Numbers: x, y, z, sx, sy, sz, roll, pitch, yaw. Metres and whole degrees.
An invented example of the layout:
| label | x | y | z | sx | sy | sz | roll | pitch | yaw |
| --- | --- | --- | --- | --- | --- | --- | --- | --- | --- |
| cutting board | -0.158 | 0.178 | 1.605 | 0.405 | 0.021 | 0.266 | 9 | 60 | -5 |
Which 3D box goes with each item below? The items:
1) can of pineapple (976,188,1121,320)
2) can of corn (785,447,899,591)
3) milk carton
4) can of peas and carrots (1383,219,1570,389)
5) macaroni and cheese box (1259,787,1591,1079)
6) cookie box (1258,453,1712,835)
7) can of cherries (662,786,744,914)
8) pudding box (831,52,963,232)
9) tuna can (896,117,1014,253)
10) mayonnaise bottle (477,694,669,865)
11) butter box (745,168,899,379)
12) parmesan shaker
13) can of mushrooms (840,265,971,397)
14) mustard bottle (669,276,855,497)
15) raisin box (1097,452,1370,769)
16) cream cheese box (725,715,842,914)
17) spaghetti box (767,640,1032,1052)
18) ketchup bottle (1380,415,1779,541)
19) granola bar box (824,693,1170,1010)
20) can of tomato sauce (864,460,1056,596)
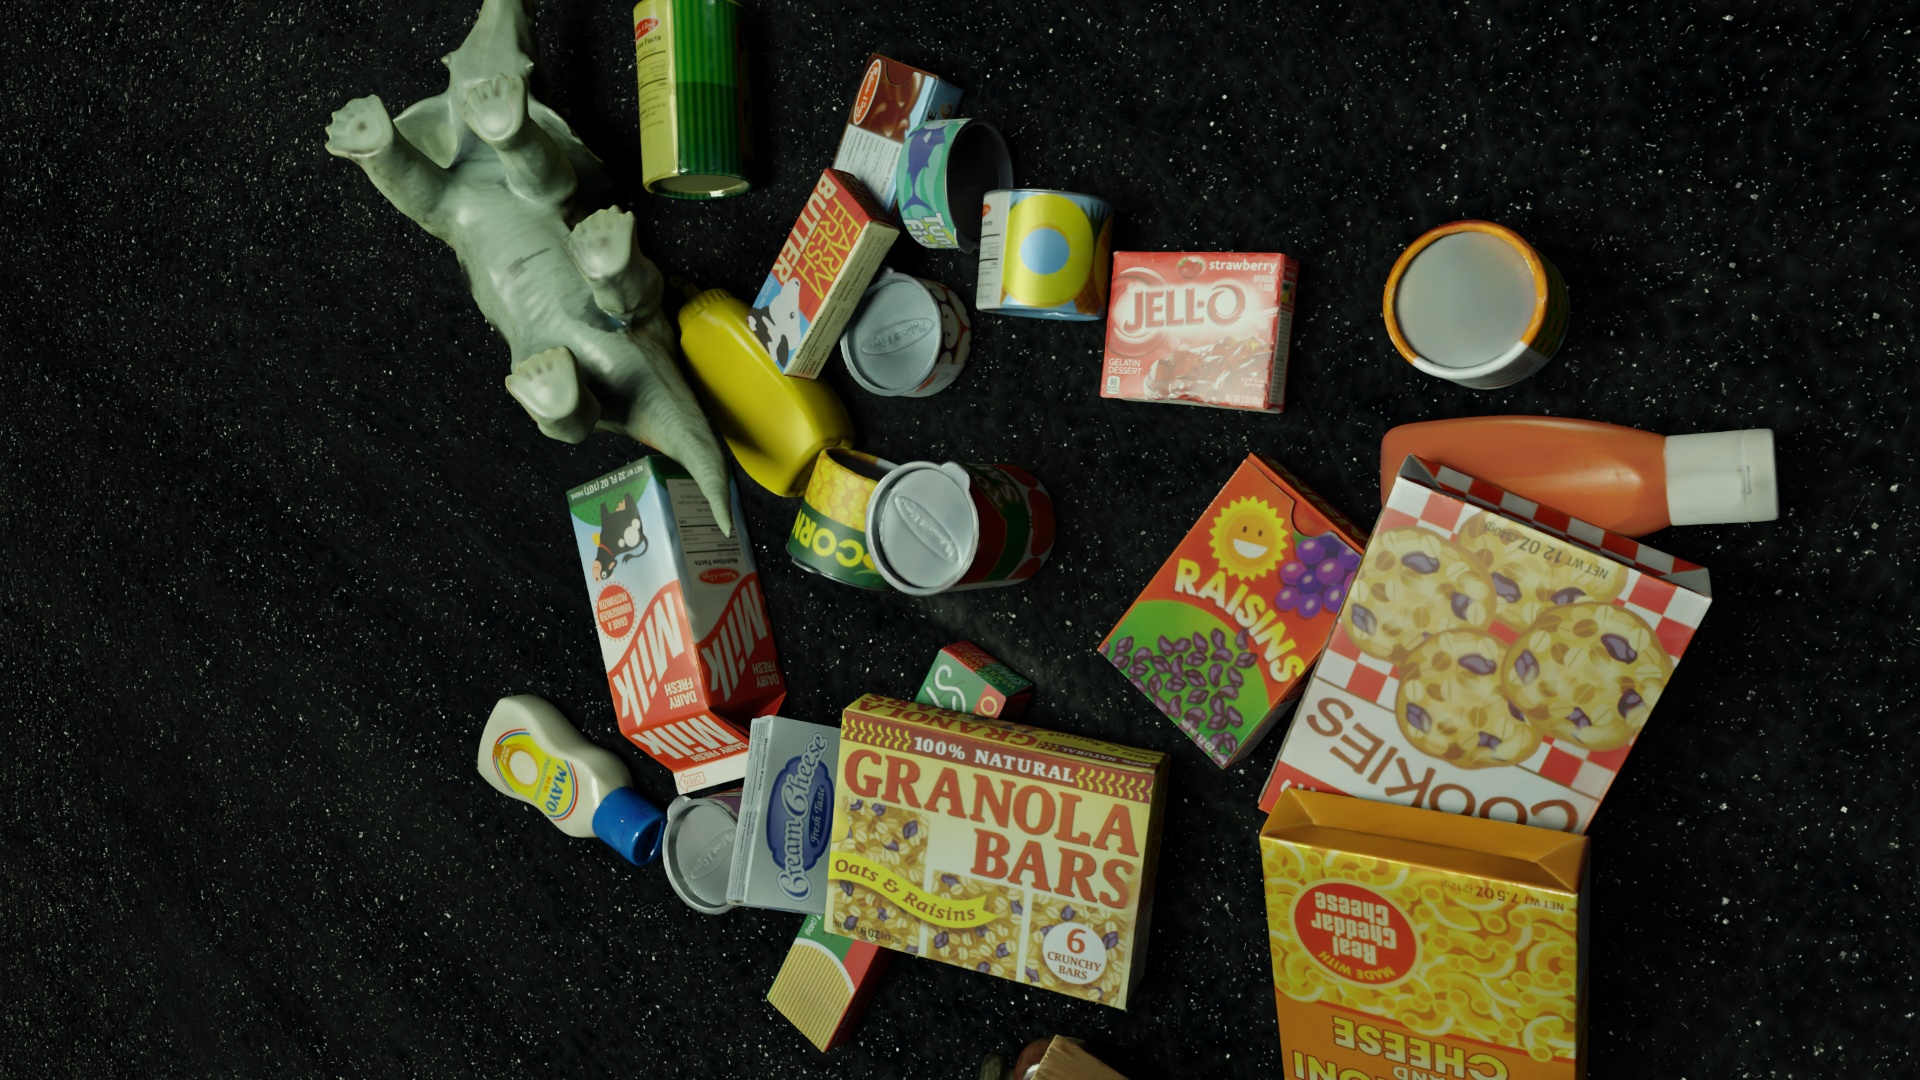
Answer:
| label | x | y | z | sx | sy | sz | roll | pitch | yaw |
| --- | --- | --- | --- | --- | --- | --- | --- | --- | --- |
| can of pineapple | 0.044 | -0.142 | 0.694 | 0.071 | 0.071 | 0.057 | 8 | 96 | 31 |
| can of corn | -0.056 | -0.012 | 0.755 | 0.071 | 0.071 | 0.058 | 28 | 105 | 28 |
| milk carton | -0.163 | 0.050 | 0.821 | 0.072 | 0.073 | 0.190 | -20 | 81 | 31 |
| can of peas and carrots | 0.219 | -0.102 | 0.591 | 0.071 | 0.059 | 0.071 | 1 | 92 | 31 |
| macaroni and cheese box | 0.196 | 0.192 | 0.586 | 0.123 | 0.040 | 0.165 | 4 | 117 | 31 |
| cookie box | 0.211 | 0.065 | 0.579 | 0.123 | 0.040 | 0.166 | 24 | 115 | 17 |
| can of cherries | -0.131 | 0.176 | 0.813 | 0.071 | 0.058 | 0.071 | 2 | 93 | 33 |
| pudding box | -0.037 | -0.218 | 0.762 | 0.050 | 0.030 | 0.083 | 28 | 105 | 29 |
| tuna can | -0.003 | -0.182 | 0.720 | 0.033 | 0.071 | 0.071 | 7 | 95 | 33 |
| mayonnaise bottle | -0.248 | 0.157 | 0.894 | 0.148 | 0.041 | 0.064 | 26 | 103 | 29 |
| butter box | -0.076 | -0.144 | 0.754 | 0.053 | 0.024 | 0.103 | 53 | 123 | 32 |
| parmesan shaker | -0.156 | -0.257 | 0.815 | 0.071 | 0.071 | 0.103 | -2 | 91 | 32 |
| can of mushrooms | -0.030 | -0.114 | 0.758 | 0.071 | 0.033 | 0.071 | 1 | 92 | 32 |
| mustard bottle | -0.124 | -0.100 | 0.808 | 0.065 | 0.049 | 0.160 | -46 | 68 | 26 |
| raisin box | 0.136 | 0.033 | 0.657 | 0.086 | 0.040 | 0.123 | 45 | 112 | 24 |
| cream cheese box | -0.096 | 0.153 | 0.775 | 0.024 | 0.053 | 0.104 | -17 | 62 | 53 |
| spaghetti box | -0.037 | 0.172 | 0.773 | 0.050 | 0.029 | 0.249 | 34 | 108 | 25 |
| ketchup bottle | 0.255 | -0.022 | 0.579 | 0.148 | 0.044 | 0.064 | -3 | 96 | 31 |
| granola bar box | 0.016 | 0.155 | 0.708 | 0.165 | 0.039 | 0.124 | 9 | 100 | 18 |
| can of tomato sauce | 0.003 | -0.009 | 0.712 | 0.071 | 0.083 | 0.071 | 1 | 92 | 32 |
